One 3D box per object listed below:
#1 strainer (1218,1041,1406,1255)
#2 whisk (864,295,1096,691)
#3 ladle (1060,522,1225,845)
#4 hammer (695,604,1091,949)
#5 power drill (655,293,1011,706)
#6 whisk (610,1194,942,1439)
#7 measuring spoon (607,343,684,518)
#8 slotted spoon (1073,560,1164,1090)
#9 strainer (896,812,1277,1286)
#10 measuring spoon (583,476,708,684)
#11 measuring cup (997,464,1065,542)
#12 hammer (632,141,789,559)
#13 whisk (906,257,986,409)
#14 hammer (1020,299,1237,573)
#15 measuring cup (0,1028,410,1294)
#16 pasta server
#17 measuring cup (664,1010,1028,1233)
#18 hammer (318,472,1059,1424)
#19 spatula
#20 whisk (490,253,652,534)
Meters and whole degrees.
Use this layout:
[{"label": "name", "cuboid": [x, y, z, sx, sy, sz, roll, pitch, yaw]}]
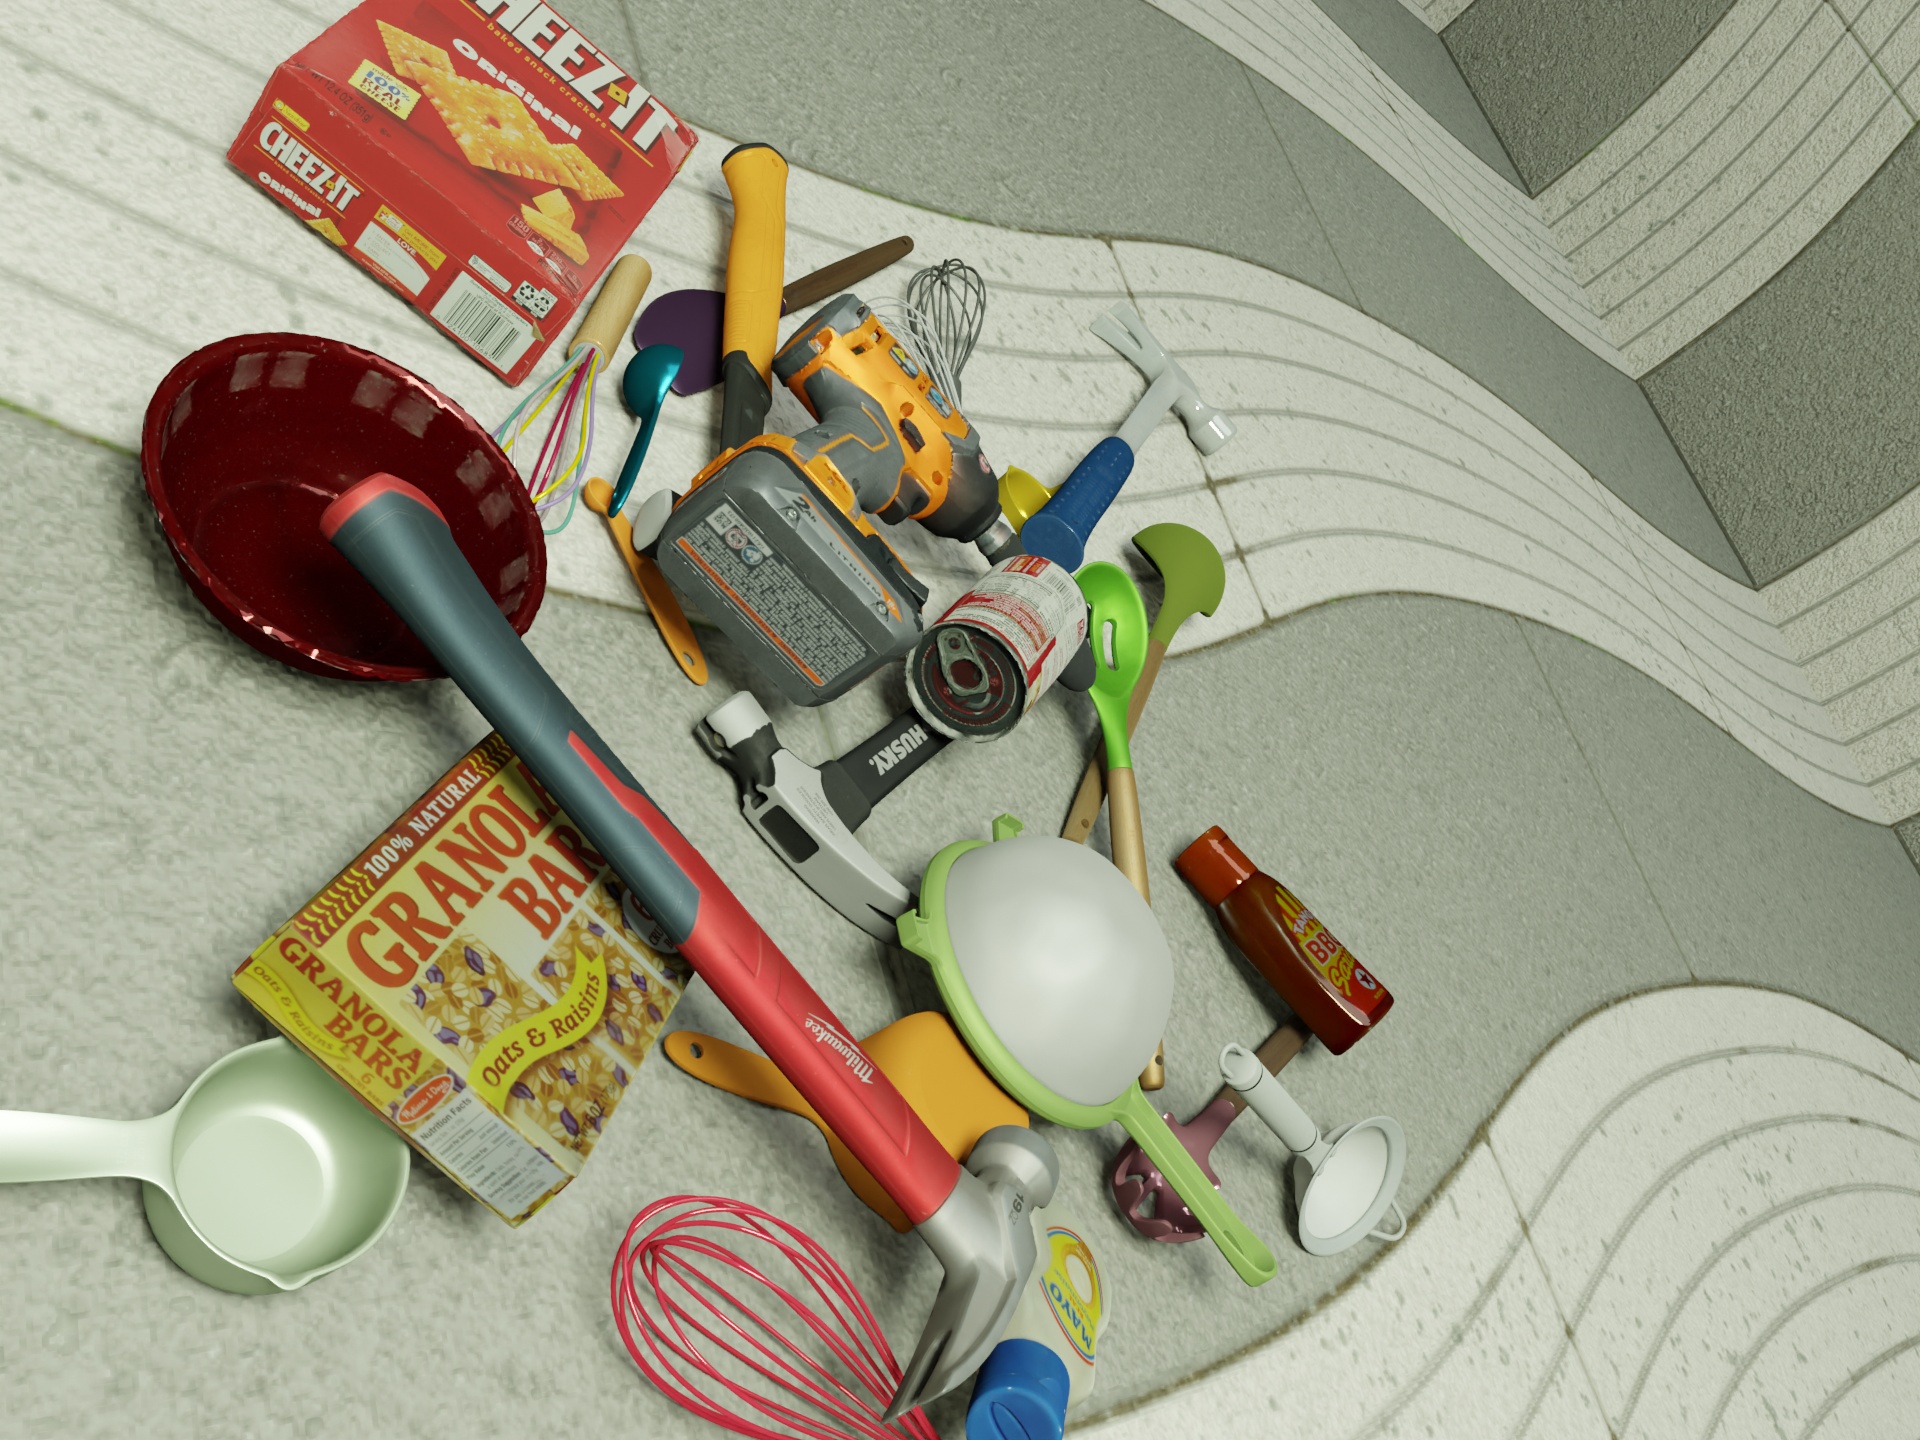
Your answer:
[{"label": "strainer", "cuboid": [0.181, 0.219, 0.837, 0.050, 0.087, 0.258, 30, -13, 42]}, {"label": "whisk", "cuboid": [0.005, -0.137, 0.941, 0.070, 0.070, 0.285, -10, 65, -51]}, {"label": "ladle", "cuboid": [0.110, -0.026, 1.023, 0.078, 0.062, 0.320, 44, 44, -16]}, {"label": "hammer", "cuboid": [-0.001, -0.003, 0.876, 0.146, 0.035, 0.335, 52, 36, -1]}, {"label": "power drill", "cuboid": [-0.047, -0.107, 0.806, 0.164, 0.084, 0.227, 46, 34, -18]}, {"label": "whisk", "cuboid": [-0.020, 0.278, 0.611, 0.295, 0.073, 0.073, 46, 36, -21]}, {"label": "measuring spoon", "cuboid": [-0.167, -0.149, 0.800, 0.021, 0.042, 0.129, 31, 42, -25]}, {"label": "slotted spoon", "cuboid": [0.092, 0.053, 0.909, 0.070, 0.031, 0.314, 14, 61, -34]}, {"label": "strainer", "cuboid": [0.085, 0.151, 0.746, 0.256, 0.069, 0.151, 53, 25, 0]}, {"label": "measuring spoon", "cuboid": [-0.155, -0.067, 0.780, 0.117, 0.011, 0.021, 61, 27, 4]}, {"label": "measuring cup", "cuboid": [0.060, -0.143, 1.072, 0.062, 0.029, 0.156, 56, 27, 3]}, {"label": "hammer", "cuboid": [-0.112, -0.202, 0.891, 0.127, 0.034, 0.337, 28, 46, -37]}, {"label": "whisk", "cuboid": [-0.008, -0.216, 1.036, 0.055, 0.055, 0.239, 25, 49, -33]}, {"label": "hammer", "cuboid": [0.111, -0.198, 1.129, 0.144, 0.035, 0.406, 48, 31, -8]}, {"label": "measuring cup", "cuboid": [-0.254, 0.135, 0.480, 0.167, 0.038, 0.083, 15, 51, -39]}, {"label": "pasta server", "cuboid": [0.163, 0.203, 0.888, 0.060, 0.040, 0.316, 54, 34, 9]}, {"label": "measuring cup", "cuboid": [-0.042, 0.156, 0.683, 0.173, 0.052, 0.095, 29, 43, -33]}, {"label": "hammer", "cuboid": [-0.108, 0.072, 0.587, 0.386, 0.038, 0.143, 50, 27, -4]}, {"label": "spatula", "cuboid": [-0.104, -0.266, 0.990, 0.059, 0.018, 0.316, 51, 37, -6]}, {"label": "whisk", "cuboid": [-0.189, -0.172, 0.799, 0.051, 0.047, 0.245, 37, 36, -24]}]
